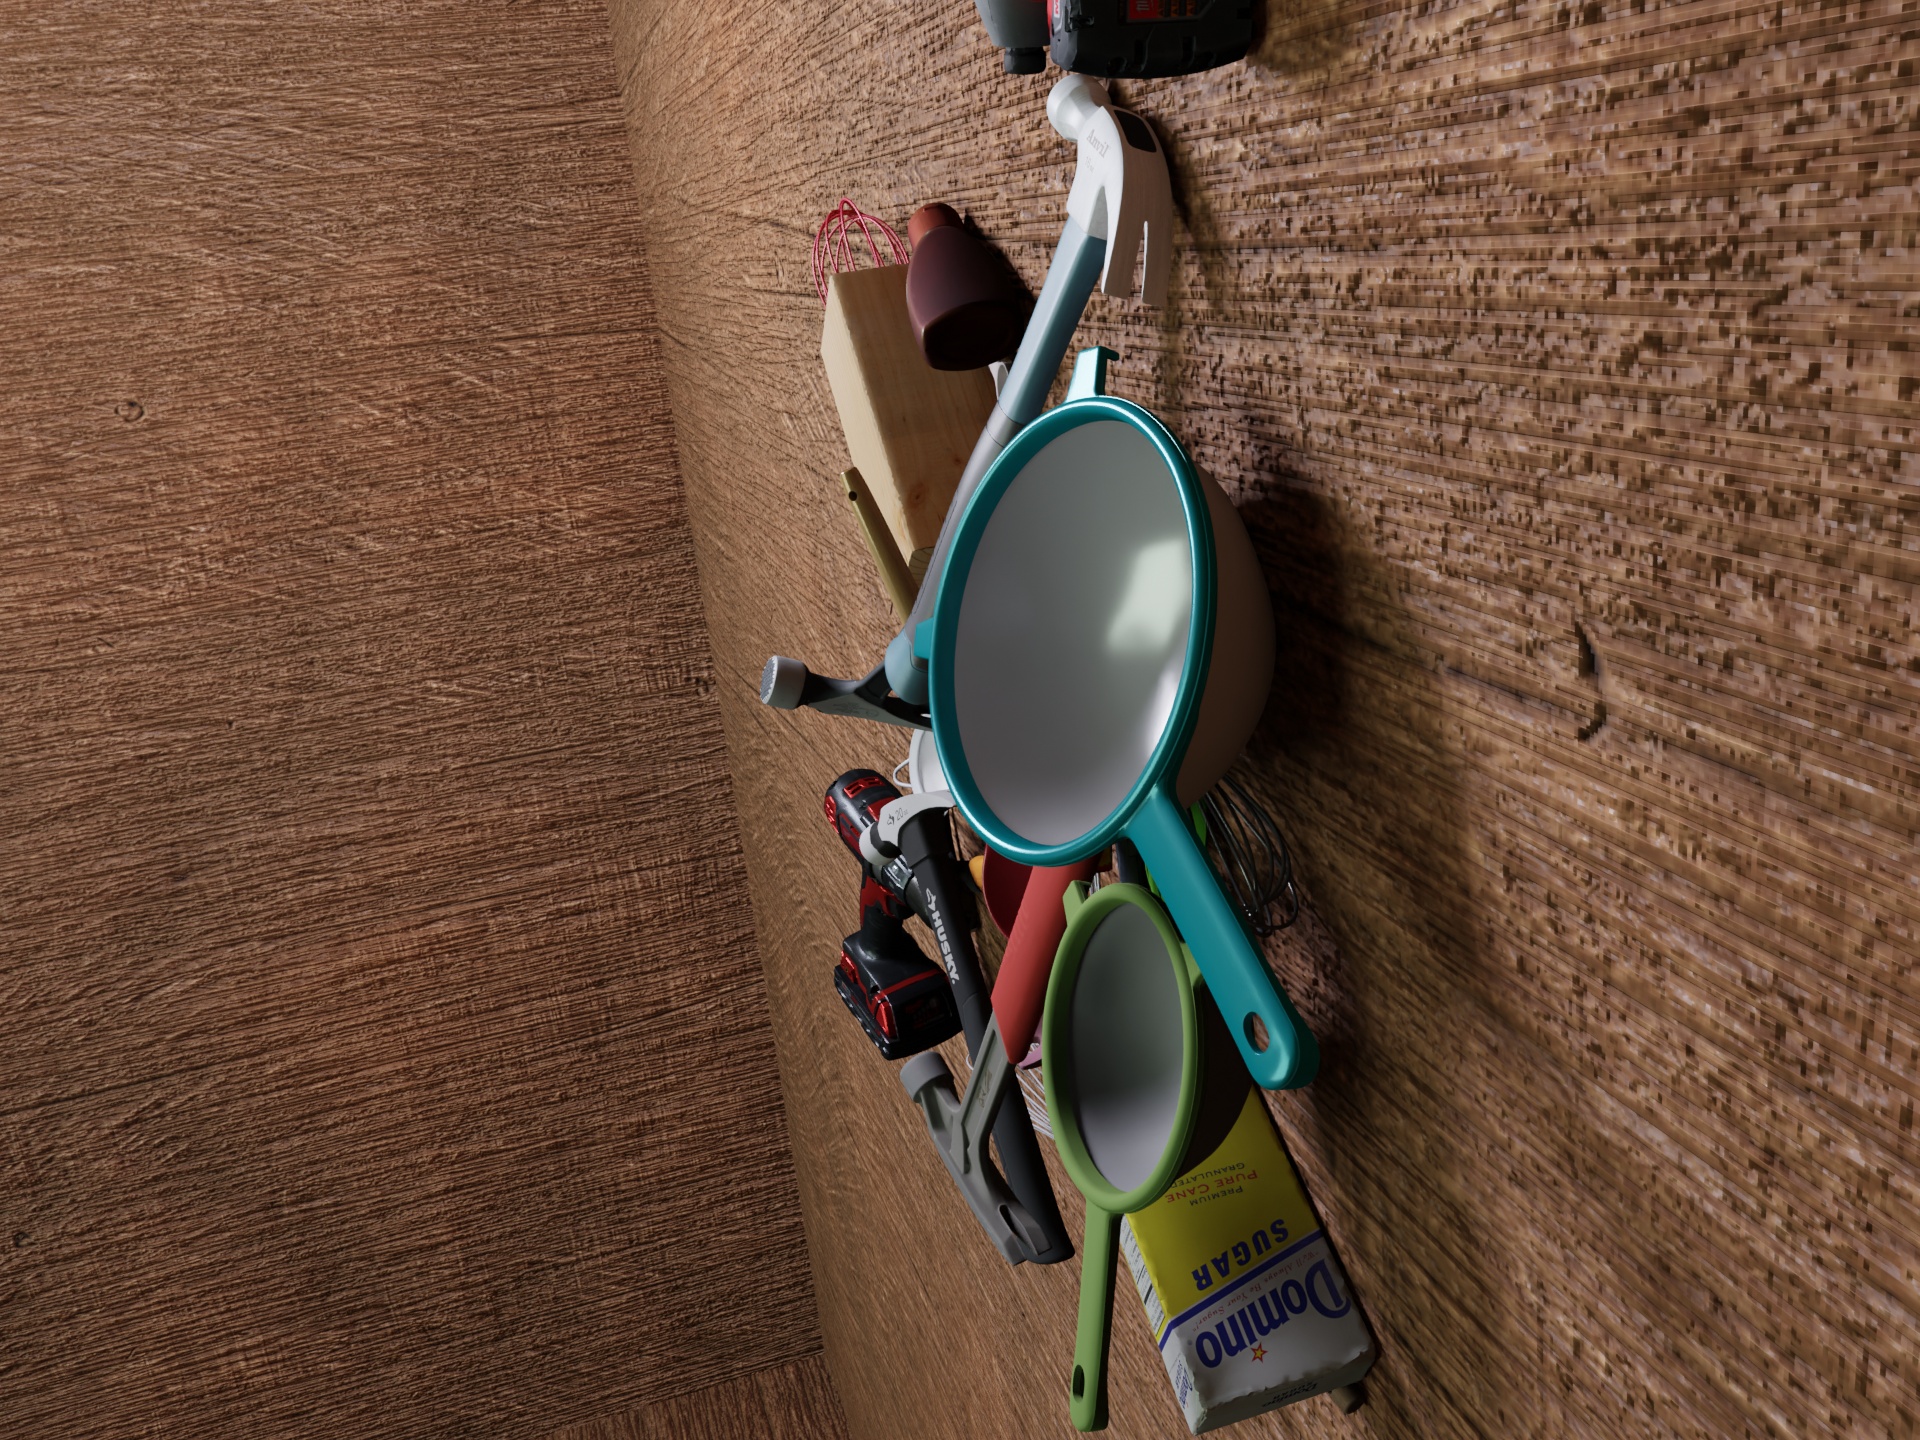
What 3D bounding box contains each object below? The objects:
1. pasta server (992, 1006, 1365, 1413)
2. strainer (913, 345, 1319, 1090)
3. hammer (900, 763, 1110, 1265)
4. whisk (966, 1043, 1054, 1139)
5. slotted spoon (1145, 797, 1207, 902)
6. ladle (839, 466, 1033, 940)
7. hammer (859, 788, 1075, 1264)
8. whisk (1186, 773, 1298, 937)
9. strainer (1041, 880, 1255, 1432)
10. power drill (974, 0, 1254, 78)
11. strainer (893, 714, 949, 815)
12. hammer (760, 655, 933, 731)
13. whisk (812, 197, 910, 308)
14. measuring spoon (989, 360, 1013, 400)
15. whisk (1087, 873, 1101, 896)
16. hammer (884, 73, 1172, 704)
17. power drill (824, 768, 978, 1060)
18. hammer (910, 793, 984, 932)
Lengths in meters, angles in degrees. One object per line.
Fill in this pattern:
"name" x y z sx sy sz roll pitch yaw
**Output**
"pasta server" 0.112 0.250 0.881 0.317 0.040 0.060 49 141 45
"strainer" 0.097 0.010 0.693 0.211 0.095 0.341 -57 41 35
"hammer" 0.040 0.160 0.905 0.149 0.036 0.358 53 144 34
"whisk" 0.077 0.286 1.104 0.285 0.070 0.070 -148 48 -65
"slotted spoon" 0.123 0.176 0.890 0.070 0.031 0.313 -100 4 -63
"ladle" -0.001 -0.003 0.941 0.315 0.069 0.031 66 -151 -12
"hammer" 0.015 0.206 1.099 0.146 0.035 0.335 -39 64 53
"whisk" 0.110 0.011 0.792 0.055 0.055 0.239 94 164 -46
"strainer" 0.094 0.206 0.751 0.151 0.069 0.256 -172 87 -69
"power drill" 0.050 -0.345 0.687 0.220 0.078 0.143 -118 23 -58
"strainer" 0.008 0.023 1.191 0.258 0.050 0.087 150 115 -69
"hammer" 0.004 -0.064 0.986 0.409 0.149 0.036 146 133 -61
"whisk" -0.043 -0.242 1.161 0.073 0.073 0.296 148 104 -75
"measuring spoon" 0.025 -0.234 0.993 0.034 0.018 0.124 96 165 -49
"whisk" 0.085 0.155 0.989 0.057 0.059 0.246 20 -131 -63
"hammer" 0.024 -0.148 0.818 0.330 0.033 0.128 -67 32 34
"power drill" -0.043 0.170 1.293 0.188 0.080 0.226 44 145 46
"hammer" 0.023 0.110 1.210 0.337 0.034 0.127 162 95 -75
